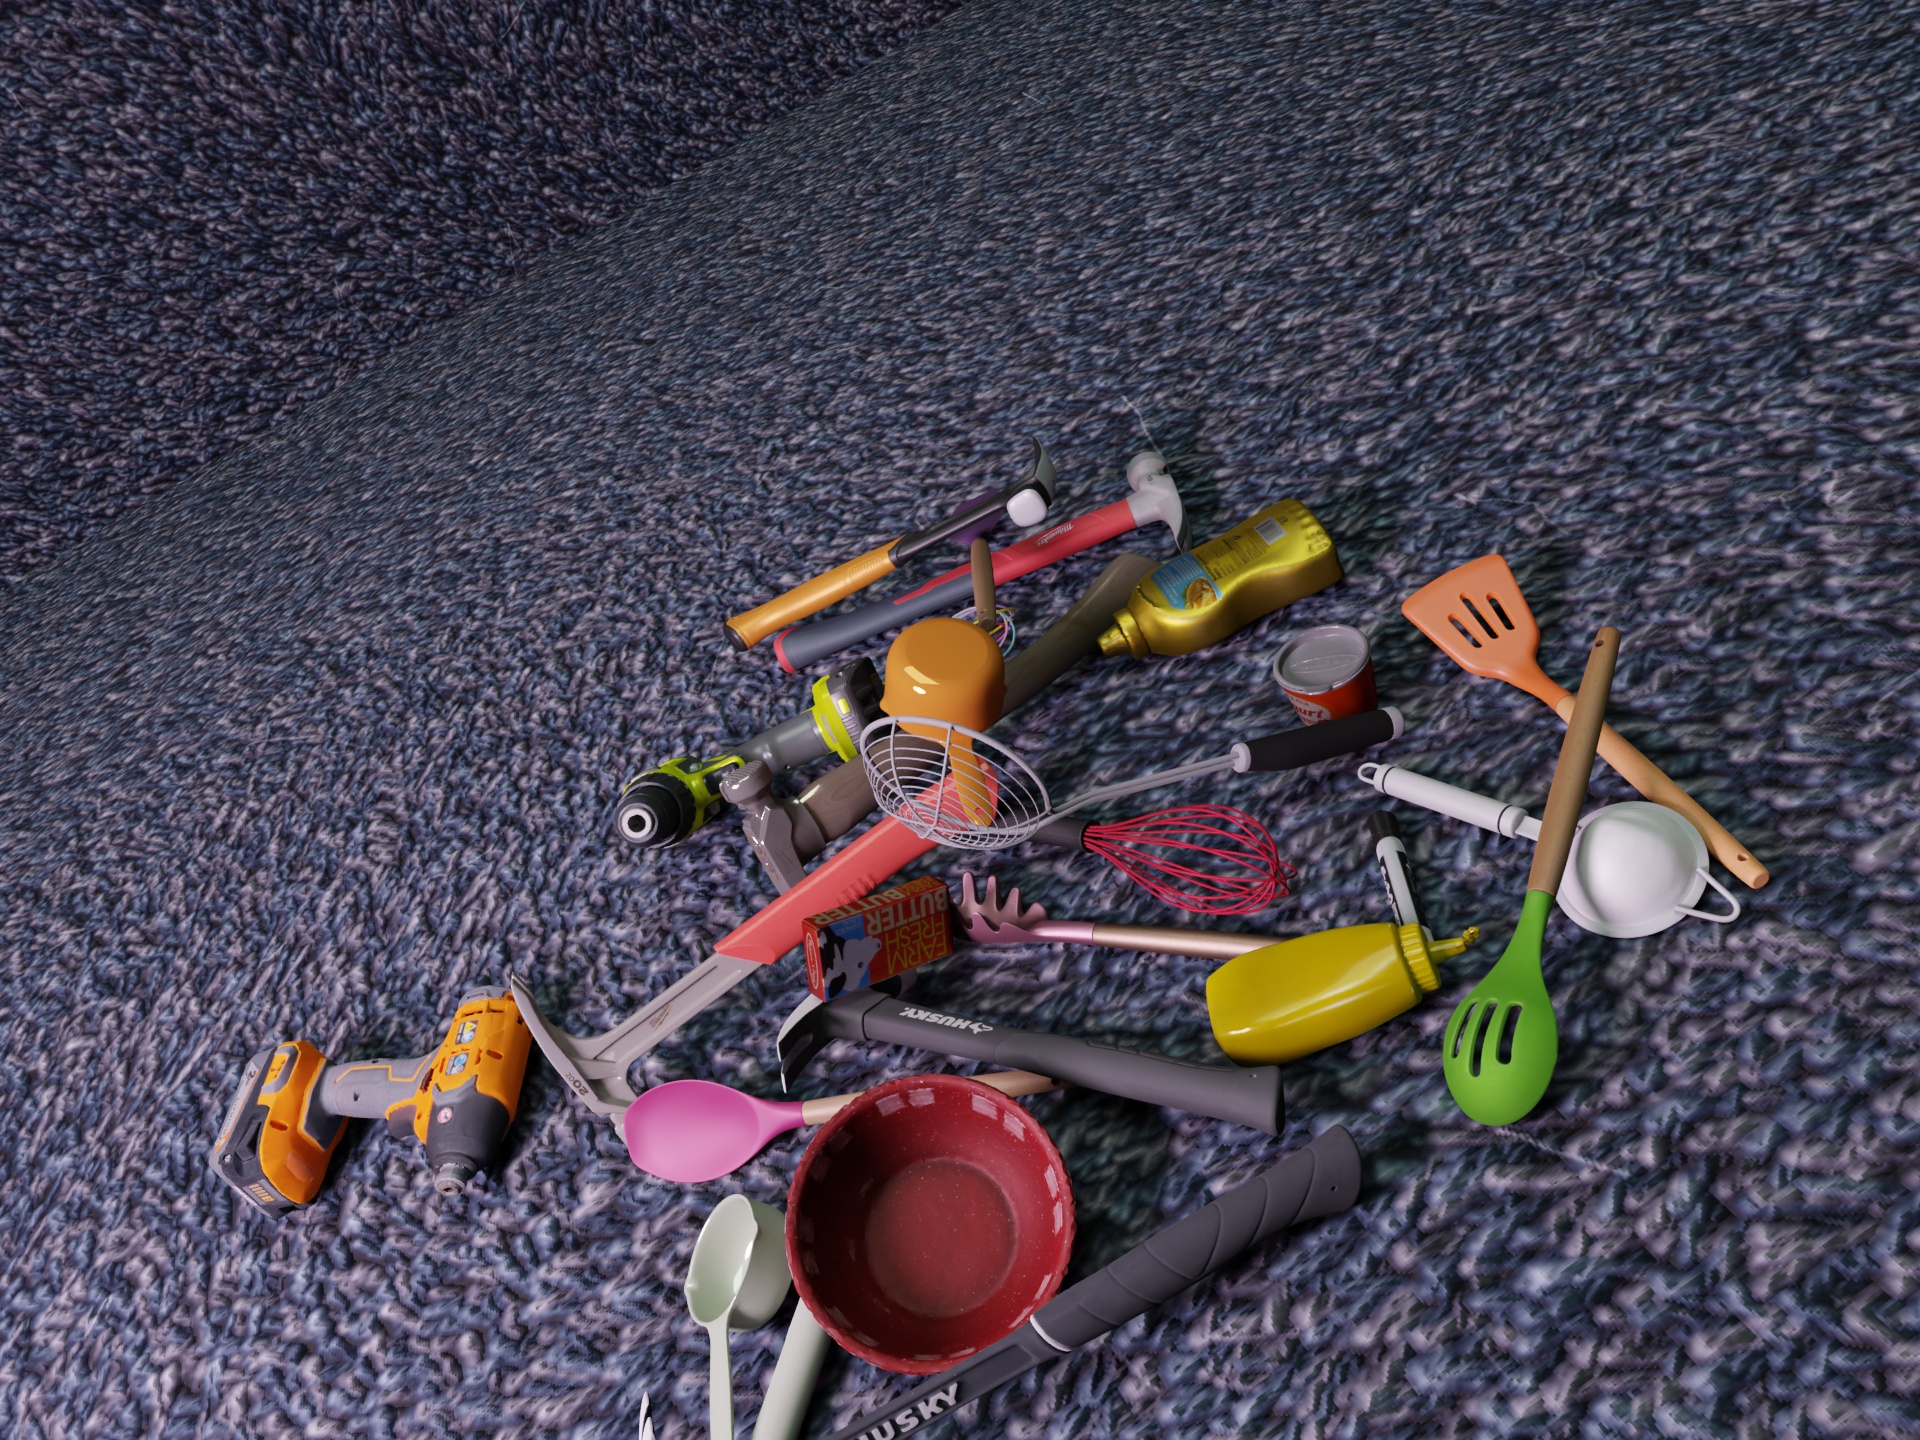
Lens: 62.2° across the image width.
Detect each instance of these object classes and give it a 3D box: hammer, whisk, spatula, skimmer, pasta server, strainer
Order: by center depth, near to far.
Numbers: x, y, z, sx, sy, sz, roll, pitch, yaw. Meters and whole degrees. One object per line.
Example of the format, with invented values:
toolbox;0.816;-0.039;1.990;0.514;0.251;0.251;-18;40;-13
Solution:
hammer;0.028;0.318;0.813;0.409;0.149;0.036;-27;20;-8
whisk;-0.078;0.327;0.926;0.059;0.057;0.246;-7;46;33
hammer;0.040;0.202;0.960;0.335;0.035;0.146;5;20;35
strainer;0.340;0.064;0.963;0.259;0.050;0.087;23;75;51
spatula;0.394;-0.003;1.003;0.081;0.041;0.323;-28;37;0
pasta server;0.112;0.134;1.033;0.316;0.040;0.060;1;13;33
skimmer;0.118;0.012;1.039;0.363;0.127;0.090;-12;67;-17
whisk;0.103;0.082;1.085;0.296;0.073;0.073;8;50;48
hammer;-0.126;0.133;1.106;0.359;0.149;0.037;-37;12;-10
hammer;0.016;-0.001;1.221;0.410;0.146;0.038;-35;16;-24
spatula;0.015;-0.139;1.349;0.060;0.018;0.316;-25;24;10
whisk;-0.058;-0.030;1.351;0.245;0.051;0.047;-30;15;6
hammer;0.014;-0.117;1.401;0.386;0.038;0.143;-22;38;10
hammer;-0.067;-0.145;1.404;0.337;0.034;0.127;-24;24;21

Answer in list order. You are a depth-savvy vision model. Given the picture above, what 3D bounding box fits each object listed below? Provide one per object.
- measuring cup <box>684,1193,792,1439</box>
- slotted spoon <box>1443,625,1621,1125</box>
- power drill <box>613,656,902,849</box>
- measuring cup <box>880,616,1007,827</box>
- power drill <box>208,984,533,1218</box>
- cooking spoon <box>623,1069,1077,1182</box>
measuring cup;-0.123;0.356;0.917;0.083;0.038;0.168;-46;34;30
slotted spoon;0.332;0.076;0.900;0.070;0.031;0.314;-9;50;52
power drill;-0.162;0.034;1.253;0.228;0.080;0.190;-25;3;2
measuring cup;-0.002;-0.004;1.117;0.095;0.052;0.174;-8;47;-10
power drill;-0.431;0.294;1.179;0.226;0.084;0.164;-16;38;12
cooking spoon;-0.076;0.250;1.025;0.319;0.069;0.017;-12;-1;17
